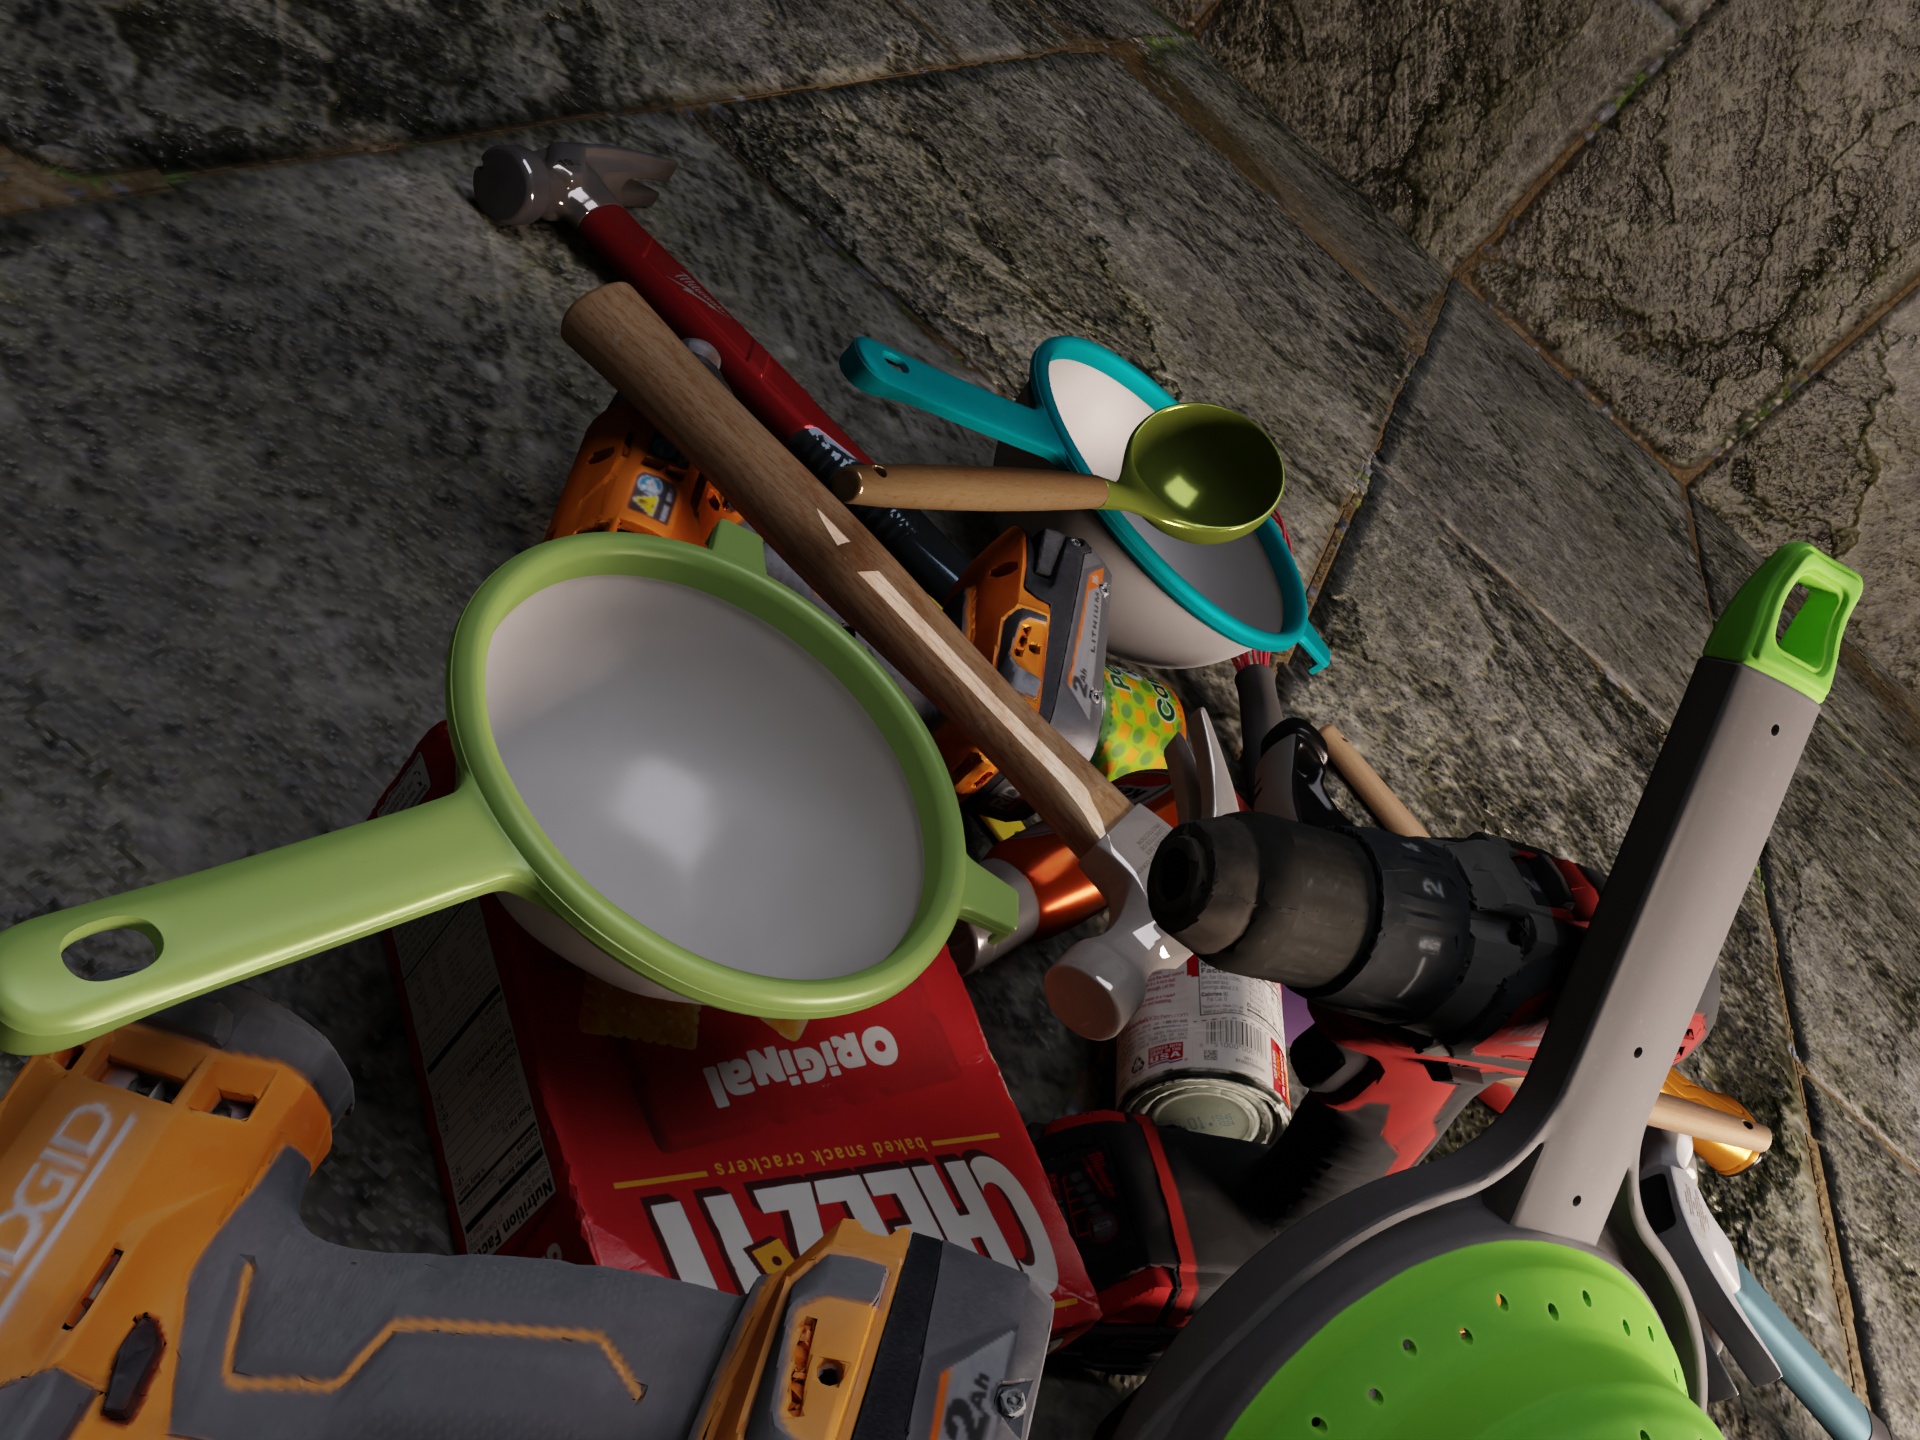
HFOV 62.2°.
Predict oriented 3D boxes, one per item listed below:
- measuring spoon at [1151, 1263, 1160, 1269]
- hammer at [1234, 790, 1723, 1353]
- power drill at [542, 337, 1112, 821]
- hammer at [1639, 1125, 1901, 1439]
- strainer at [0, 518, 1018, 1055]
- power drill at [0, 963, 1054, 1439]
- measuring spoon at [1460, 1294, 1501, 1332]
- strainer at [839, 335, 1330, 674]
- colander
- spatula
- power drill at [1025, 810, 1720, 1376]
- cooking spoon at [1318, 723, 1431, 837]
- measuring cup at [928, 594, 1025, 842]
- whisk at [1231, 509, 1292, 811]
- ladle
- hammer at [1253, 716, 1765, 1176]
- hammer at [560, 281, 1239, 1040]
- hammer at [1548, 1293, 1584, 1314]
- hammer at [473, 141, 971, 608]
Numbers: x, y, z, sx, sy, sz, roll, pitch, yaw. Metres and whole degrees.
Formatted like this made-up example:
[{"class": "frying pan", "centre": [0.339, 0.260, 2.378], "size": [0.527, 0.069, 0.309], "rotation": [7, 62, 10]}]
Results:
[{"class": "measuring spoon", "centre": [0.121, 0.216, 0.615], "size": [0.128, 0.021, 0.042], "rotation": [14, 40, -24]}, {"class": "hammer", "centre": [0.235, 0.156, 0.790], "size": [0.359, 0.036, 0.149], "rotation": [42, 31, -2]}, {"class": "power drill", "centre": [-0.052, -0.065, 0.660], "size": [0.226, 0.084, 0.164], "rotation": [23, 51, -18]}, {"class": "hammer", "centre": [0.423, 0.336, 0.740], "size": [0.331, 0.033, 0.128], "rotation": [48, 30, -7]}, {"class": "strainer", "centre": [-0.107, 0.037, 0.388], "size": [0.256, 0.069, 0.151], "rotation": [-20, 69, -51]}, {"class": "power drill", "centre": [-0.111, 0.156, 0.297], "size": [0.226, 0.084, 0.185], "rotation": [16, 48, 4]}, {"class": "measuring spoon", "centre": [0.218, 0.253, 0.680], "size": [0.116, 0.011, 0.021], "rotation": [13, 42, -34]}, {"class": "strainer", "centre": [0.045, -0.112, 0.830], "size": [0.340, 0.095, 0.211], "rotation": [12, 46, -46]}, {"class": "colander", "centre": [0.167, 0.148, 0.395], "size": [0.204, 0.397, 0.095], "rotation": [20, 3, -27]}, {"class": "spatula", "centre": [0.232, 0.152, 0.733], "size": [0.316, 0.018, 0.060], "rotation": [17, 37, -8]}, {"class": "power drill", "centre": [0.097, 0.116, 0.495], "size": [0.187, 0.226, 0.080], "rotation": [15, 39, -27]}, {"class": "cooking spoon", "centre": [0.312, 0.127, 0.926], "size": [0.319, 0.017, 0.068], "rotation": [53, 32, 16]}, {"class": "measuring cup", "centre": [-0.001, -0.002, 0.723], "size": [0.062, 0.029, 0.157], "rotation": [-5, 54, -50]}, {"class": "whisk", "centre": [0.172, -0.039, 0.940], "size": [0.073, 0.073, 0.296], "rotation": [26, 41, -25]}, {"class": "ladle", "centre": [0.052, -0.106, 0.669], "size": [0.078, 0.062, 0.320], "rotation": [49, 28, 17]}, {"class": "hammer", "centre": [0.281, 0.133, 0.801], "size": [0.336, 0.034, 0.127], "rotation": [37, 31, -11]}, {"class": "hammer", "centre": [-0.025, -0.042, 0.587], "size": [0.331, 0.031, 0.130], "rotation": [46, 49, 8]}, {"class": "hammer", "centre": [0.221, 0.295, 0.585], "size": [0.146, 0.035, 0.335], "rotation": [36, 36, -11]}, {"class": "hammer", "centre": [-0.076, -0.156, 0.821], "size": [0.386, 0.038, 0.143], "rotation": [46, 30, 6]}]
